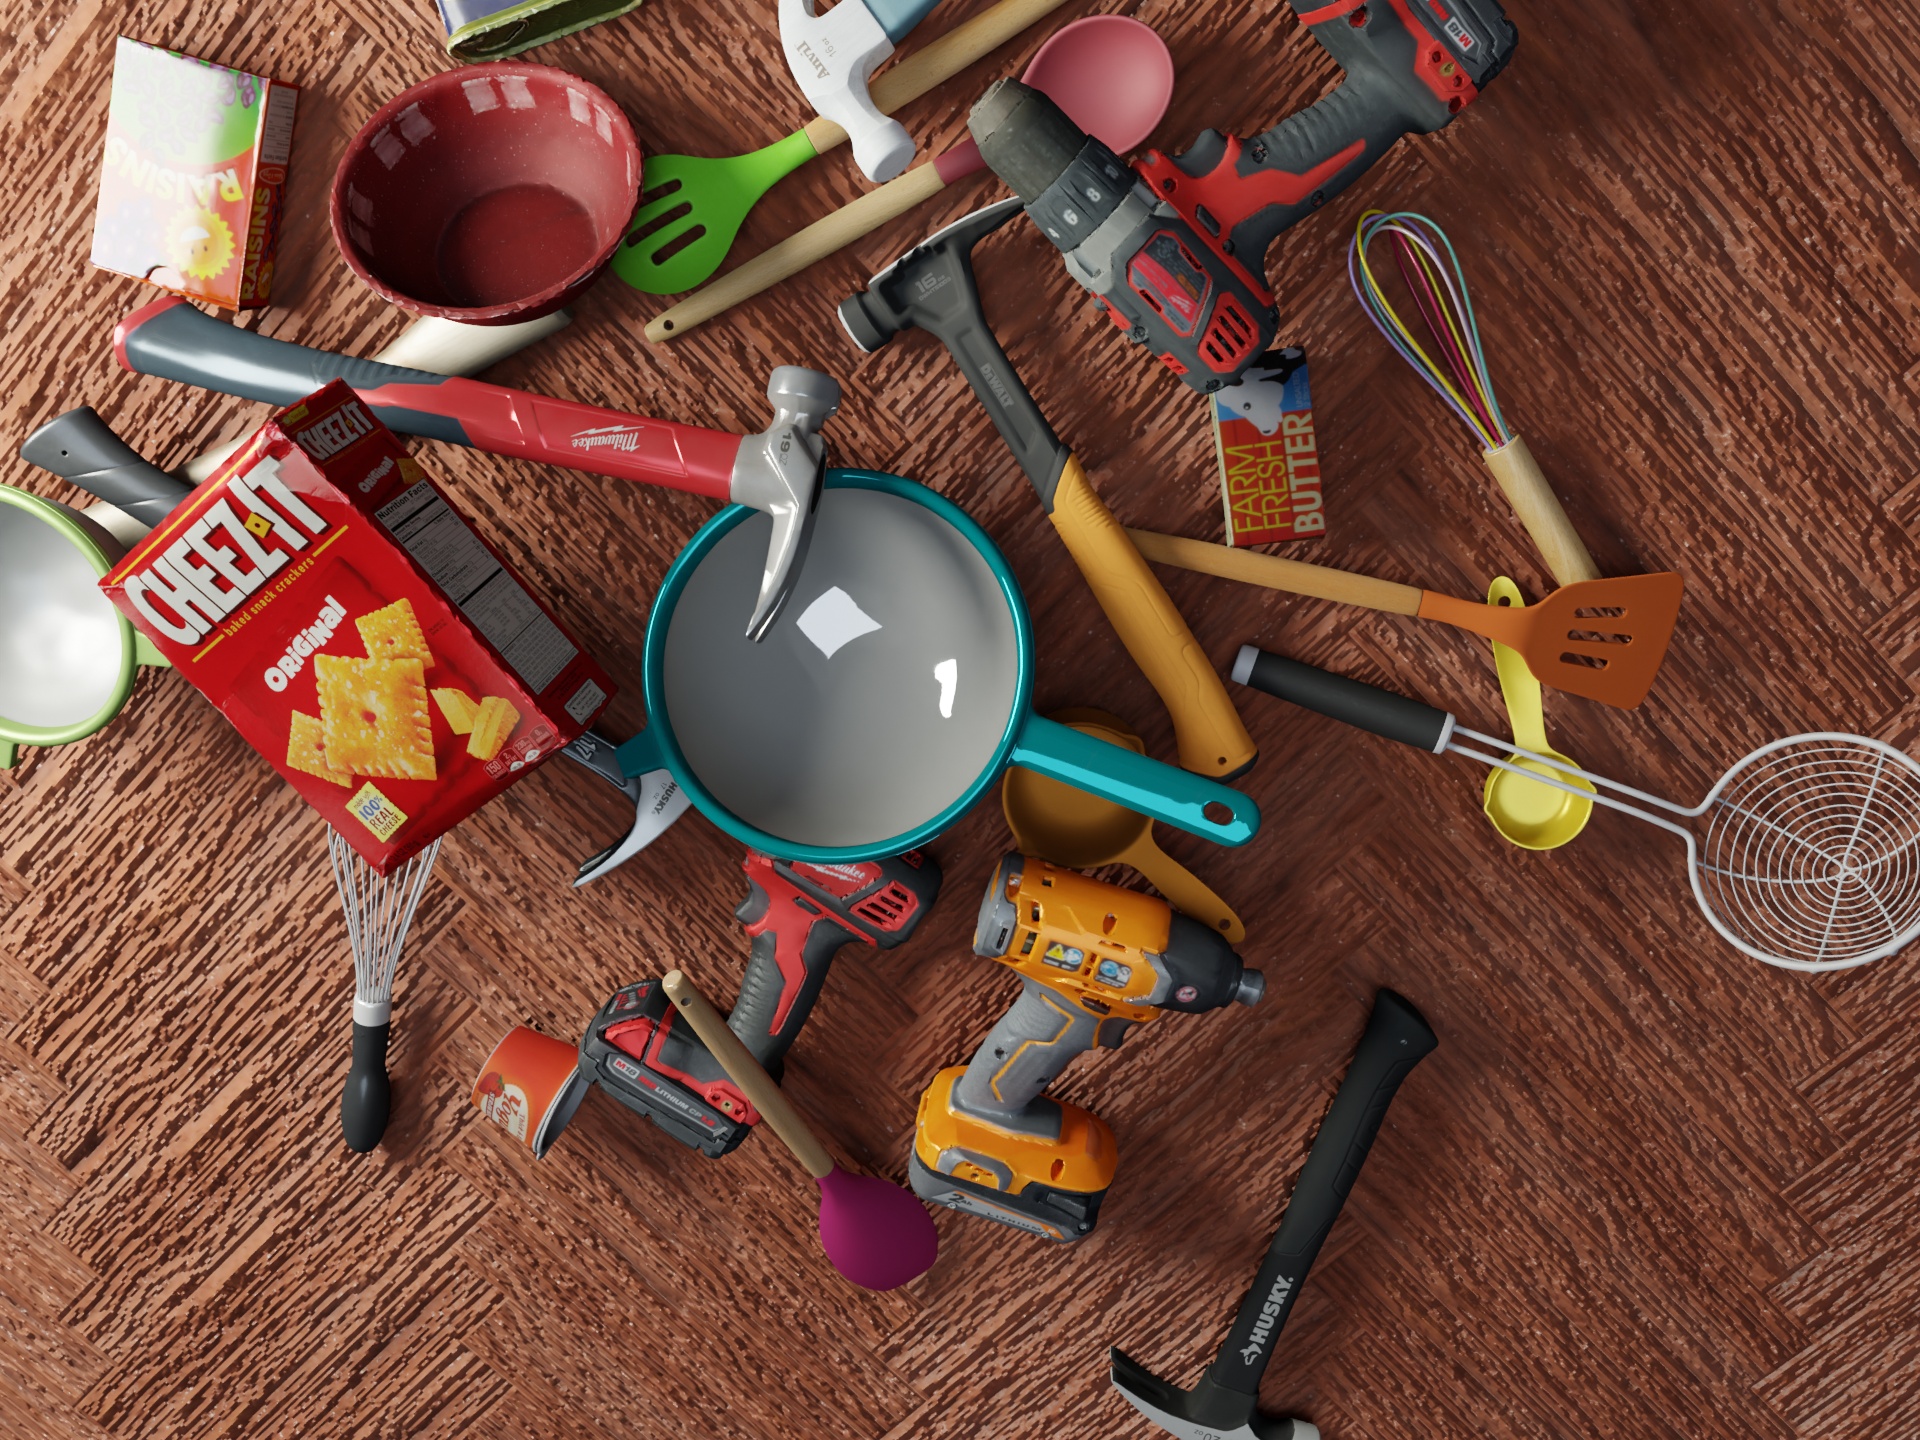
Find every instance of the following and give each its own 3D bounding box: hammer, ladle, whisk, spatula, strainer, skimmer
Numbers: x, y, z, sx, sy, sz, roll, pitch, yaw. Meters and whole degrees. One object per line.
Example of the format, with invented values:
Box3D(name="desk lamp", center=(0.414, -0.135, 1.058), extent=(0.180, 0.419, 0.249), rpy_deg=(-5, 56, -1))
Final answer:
Box3D(name="hammer", center=(0.208, 0.316, 0.992), extent=(0.146, 0.035, 0.334), rpy_deg=(19, 106, -2))
Box3D(name="hammer", center=(-0.398, -0.138, 0.909), extent=(0.410, 0.038, 0.146), rpy_deg=(-25, 104, 10))
Box3D(name="ladle", center=(-0.033, -0.278, 0.849), extent=(0.315, 0.031, 0.069), rpy_deg=(-25, 107, 12))
Box3D(name="whisk", center=(0.281, -0.168, 0.851), extent=(0.051, 0.047, 0.245), rpy_deg=(-30, 106, 24))
Box3D(name="spatula", center=(0.228, -0.072, 0.878), extent=(0.322, 0.041, 0.081), rpy_deg=(13, 112, 9))
Box3D(name="strainer", center=(-0.001, -0.003, 0.866), extent=(0.340, 0.095, 0.211), rpy_deg=(21, 87, 8))
Box3D(name="skimmer", center=(0.321, 0.023, 0.843), extent=(0.363, 0.090, 0.127), rpy_deg=(20, 84, 10))
Box3D(name="strainer", center=(-0.535, -0.109, 0.868), extent=(0.151, 0.069, 0.256), rpy_deg=(-27, 104, 19))
Box3D(name="whisk", center=(-0.360, 0.148, 0.978), extent=(0.070, 0.070, 0.284), rpy_deg=(13, 111, 0))
Box3D(name="hammer", center=(-0.332, -0.051, 0.905), extent=(0.408, 0.036, 0.149), rpy_deg=(32, 108, -12))
Box3D(name="hammer", center=(0.048, -0.422, 0.788), extent=(0.331, 0.033, 0.128), rpy_deg=(-37, 84, 9))
Box3D(name="hammer", center=(-0.264, -0.147, 0.840), extent=(0.386, 0.038, 0.143), rpy_deg=(12, 87, 5))
Box3D(name="hammer", center=(0.073, -0.114, 0.864), extent=(0.127, 0.034, 0.337), rpy_deg=(-29, 98, 21))

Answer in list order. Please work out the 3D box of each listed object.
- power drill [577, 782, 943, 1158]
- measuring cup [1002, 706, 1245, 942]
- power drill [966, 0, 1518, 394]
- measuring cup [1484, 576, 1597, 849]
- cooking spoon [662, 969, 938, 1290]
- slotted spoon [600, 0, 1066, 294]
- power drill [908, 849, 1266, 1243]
Box3D(name="power drill", center=(-0.126, 0.137, 0.947), extent=(0.143, 0.078, 0.219), rpy_deg=(35, 102, -7))
Box3D(name="measuring cup", center=(0.099, 0.063, 0.922), extent=(0.173, 0.052, 0.095), rpy_deg=(42, 105, -10))
Box3D(name="power drill", center=(0.133, -0.300, 0.781), extent=(0.187, 0.080, 0.226), rpy_deg=(41, 99, -17))
Box3D(name="measuring cup", center=(0.319, -0.005, 0.905), extent=(0.062, 0.029, 0.156), rpy_deg=(-10, 93, 8))
Box3D(name="cooking spoon", center=(-0.093, 0.252, 0.943), extent=(0.069, 0.017, 0.318), rpy_deg=(-30, 125, -2))
Box3D(name="slotted spoon", center=(-0.058, -0.321, 0.839), extent=(0.314, 0.031, 0.070), rpy_deg=(-28, 99, 10))
Box3D(name="power drill", center=(0.069, 0.194, 0.923), extent=(0.164, 0.084, 0.226), rpy_deg=(18, 118, -1))
